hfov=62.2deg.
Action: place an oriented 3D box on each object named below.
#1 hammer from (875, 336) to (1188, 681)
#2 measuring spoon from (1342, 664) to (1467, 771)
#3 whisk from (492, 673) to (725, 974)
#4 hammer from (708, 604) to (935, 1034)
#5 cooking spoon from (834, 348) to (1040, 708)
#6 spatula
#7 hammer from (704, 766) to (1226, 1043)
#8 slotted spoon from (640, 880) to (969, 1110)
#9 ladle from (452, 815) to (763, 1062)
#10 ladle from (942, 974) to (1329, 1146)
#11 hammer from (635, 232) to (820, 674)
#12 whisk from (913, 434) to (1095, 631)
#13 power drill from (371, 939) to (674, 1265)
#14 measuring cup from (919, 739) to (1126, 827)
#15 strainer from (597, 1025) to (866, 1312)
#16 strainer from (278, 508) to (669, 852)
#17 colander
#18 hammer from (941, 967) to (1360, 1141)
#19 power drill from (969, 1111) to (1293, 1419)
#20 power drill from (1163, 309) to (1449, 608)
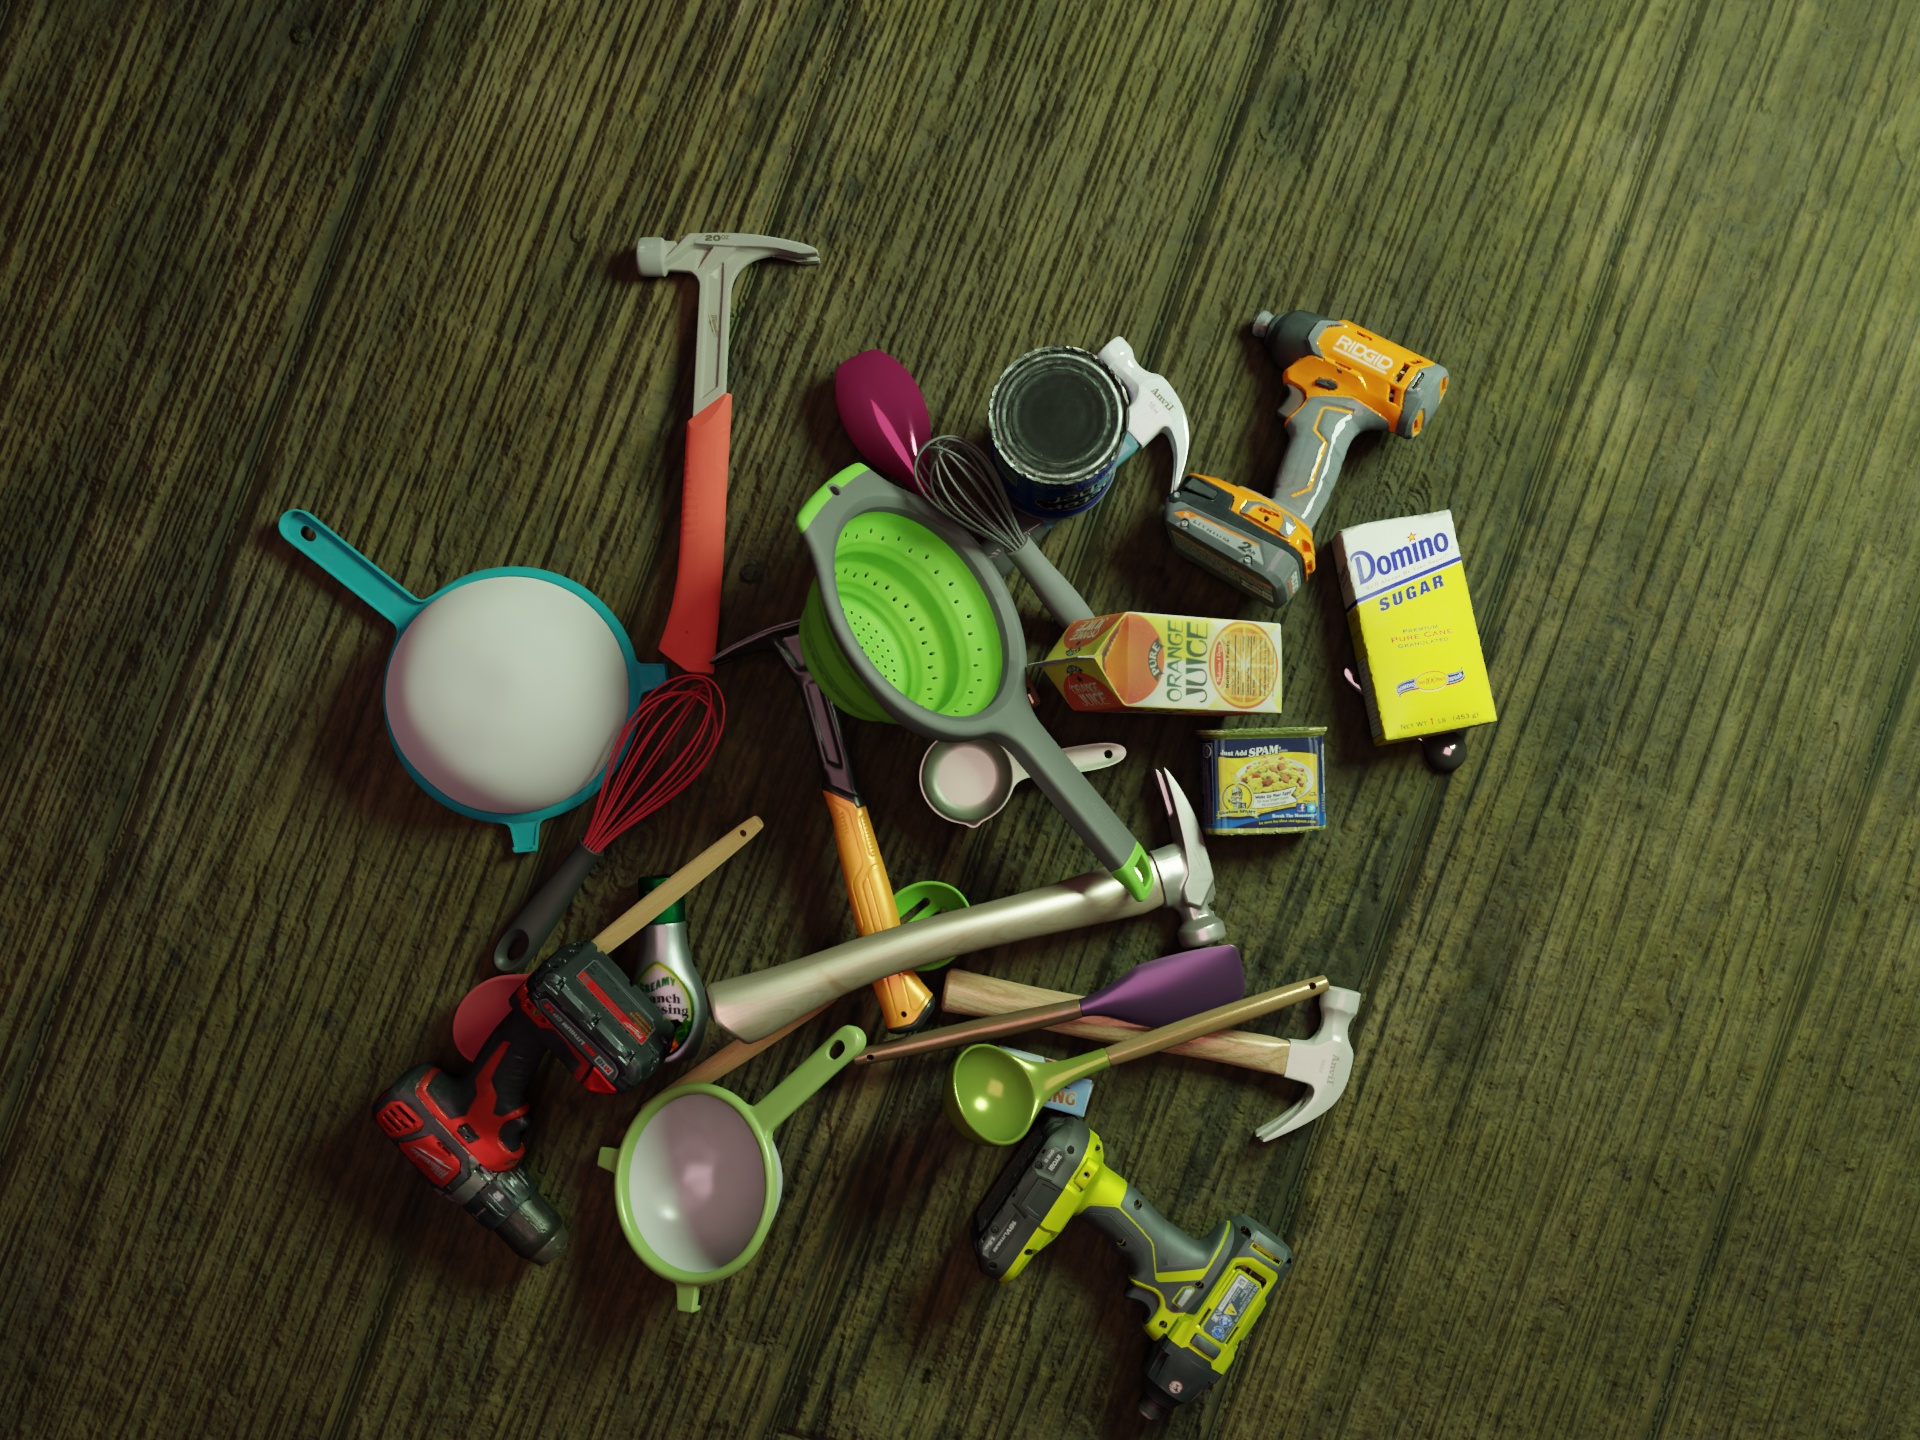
[{"bbox_3d":[0.052,-0.157,1.295,0.331,0.033,0.128,-43,87,-1],"label":"hammer"},{"bbox_3d":[0.362,-0.004,1.295,0.124,0.018,0.034,40,89,2],"label":"measuring spoon"},{"bbox_3d":[-0.285,0.086,1.276,0.073,0.073,0.296,37,95,1],"label":"whisk"},{"bbox_3d":[-0.094,0.084,1.258,0.127,0.034,0.337,-17,86,2],"label":"hammer"},{"bbox_3d":[-0.013,-0.152,1.270,0.069,0.017,0.319,-27,86,-4],"label":"cooking spoon"},{"bbox_3d":[0.070,0.235,1.255,0.316,0.018,0.059,-12,98,0],"label":"spatula"},{"bbox_3d":[0.003,0.153,1.230,0.410,0.038,0.146,-14,86,-16],"label":"hammer"},{"bbox_3d":[-0.126,0.230,1.283,0.314,0.031,0.070,-34,88,1],"label":"slotted spoon"},{"bbox_3d":[-0.276,0.170,1.253,0.315,0.031,0.069,-38,93,13],"label":"ladle"},{"bbox_3d":[0.139,0.249,1.224,0.320,0.062,0.078,-17,72,-8],"label":"ladle"},{"bbox_3d":[-0.197,-0.217,1.296,0.149,0.036,0.359,2,87,0],"label":"hammer"},{"bbox_3d":[0.042,-0.133,1.236,0.055,0.055,0.238,-44,124,-1],"label":"whisk"},{"bbox_3d":[-0.325,0.302,1.232,0.226,0.080,0.188,-42,92,15],"label":"power drill"},{"bbox_3d":[0.049,0.038,1.285,0.167,0.038,0.083,-9,88,-2],"label":"measuring cup"},{"bbox_3d":[-0.156,0.325,1.240,0.256,0.069,0.152,-44,64,11],"label":"strainer"},{"bbox_3d":[-0.416,-0.062,1.260,0.340,0.095,0.211,38,88,0],"label":"strainer"},{"bbox_3d":[-0.002,-0.004,1.209,0.094,0.204,0.397,-31,104,38],"label":"colander"},{"bbox_3d":[0.148,0.251,1.279,0.331,0.031,0.130,11,87,1],"label":"hammer"},{"bbox_3d":[0.125,0.428,1.251,0.223,0.080,0.171,34,88,-2],"label":"power drill"},{"bbox_3d":[0.258,-0.221,1.268,0.164,0.084,0.226,34,84,22],"label":"power drill"}]
